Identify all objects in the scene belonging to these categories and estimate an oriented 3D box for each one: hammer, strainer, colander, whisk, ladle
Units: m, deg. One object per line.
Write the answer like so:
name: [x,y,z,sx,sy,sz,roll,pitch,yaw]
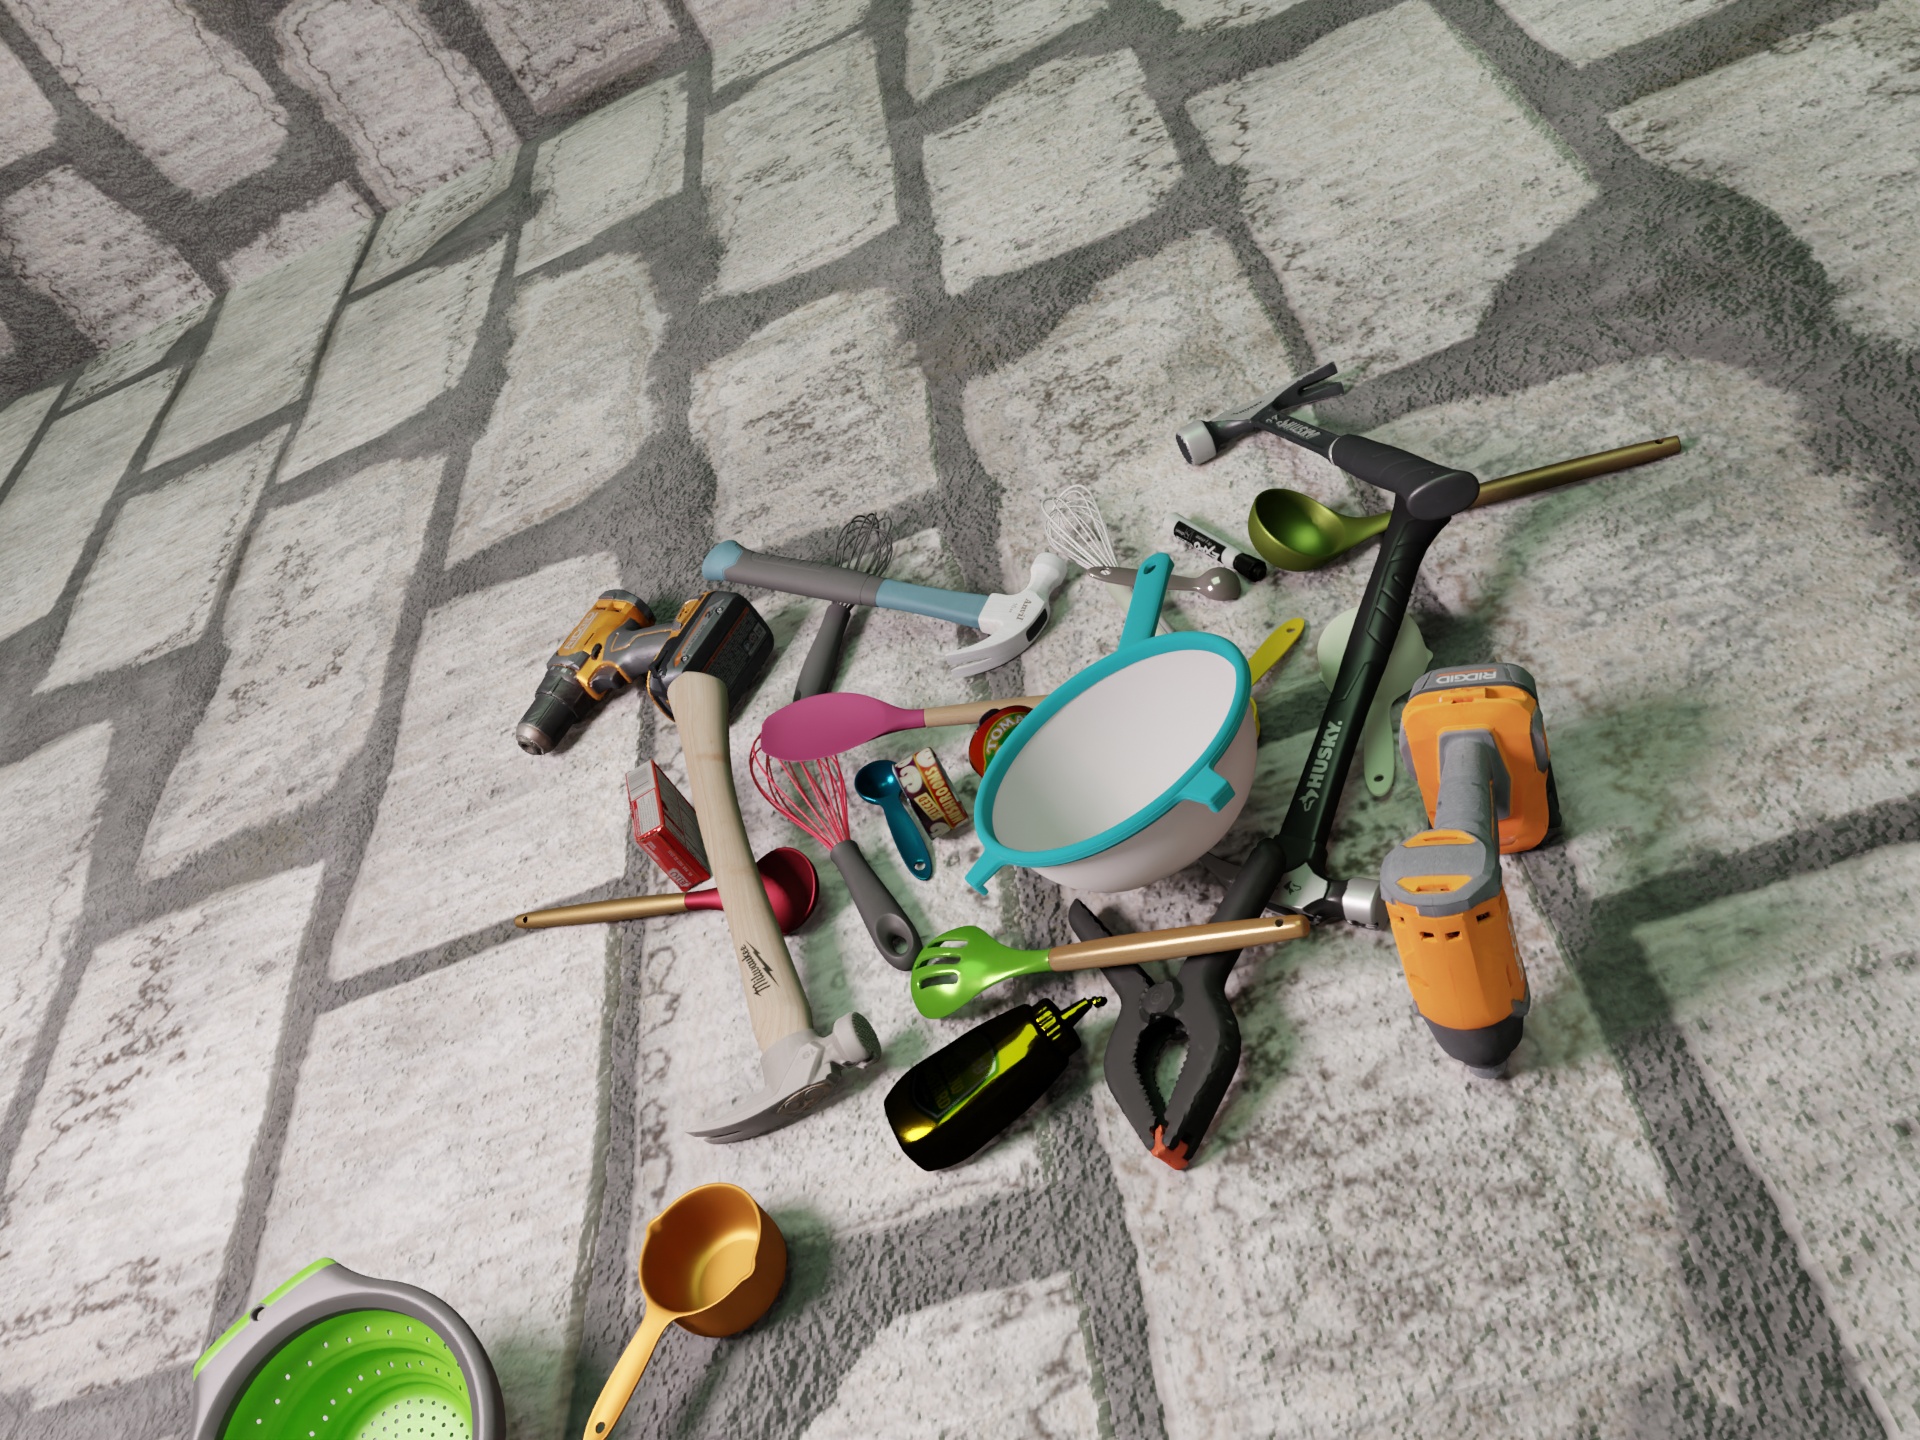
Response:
hammer: [-0.080,-0.115,1.398,0.331,0.033,0.128,12,59,24]
strainer: [0.134,0.005,1.109,0.211,0.095,0.341,-24,28,30]
colander: [-0.310,0.506,0.935,0.204,0.094,0.397,-40,59,-11]
whisk: [-0.098,0.089,1.239,0.073,0.073,0.296,-34,46,-3]
whisk: [0.128,-0.122,1.321,0.059,0.057,0.247,-57,39,24]
hammer: [0.292,-0.212,1.226,0.149,0.036,0.409,-27,21,0]
whisk: [-0.108,-0.098,1.442,0.055,0.055,0.239,-4,52,29]
hammer: [-0.179,0.120,1.212,0.146,0.038,0.411,-32,49,10]
ladle: [0.380,-0.177,1.215,0.320,0.062,0.078,-13,46,16]
ladle: [-0.240,0.149,1.283,0.315,0.031,0.069,-9,72,28]
hammer: [0.266,-0.021,1.094,0.146,0.035,0.335,8,65,38]

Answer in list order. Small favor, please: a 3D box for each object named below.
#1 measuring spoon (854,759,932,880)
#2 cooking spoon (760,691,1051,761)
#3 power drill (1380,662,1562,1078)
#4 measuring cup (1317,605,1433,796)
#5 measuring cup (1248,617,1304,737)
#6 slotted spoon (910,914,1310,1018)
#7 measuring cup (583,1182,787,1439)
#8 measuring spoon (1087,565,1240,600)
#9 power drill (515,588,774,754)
measuring spoon: [-0.048,0.082,1.247,0.042,0.021,0.129,-21,49,-8]
cooking spoon: [-0.002,-0.004,1.247,0.319,0.017,0.069,-6,48,8]
power drill: [0.303,0.088,0.935,0.084,0.164,0.227,-6,34,27]
measuring cup: [0.290,-0.019,1.120,0.083,0.038,0.168,-11,42,22]
measuring cup: [0.219,-0.023,1.188,0.062,0.029,0.156,12,45,39]
slotted spoon: [0.082,0.150,1.033,0.314,0.031,0.070,-14,48,37]
measuring cup: [-0.173,0.379,0.994,0.095,0.052,0.174,8,56,37]
measuring spoon: [0.164,-0.117,1.275,0.124,0.018,0.034,6,44,3]
power drill: [-0.304,-0.041,1.479,0.226,0.084,0.185,3,51,39]
